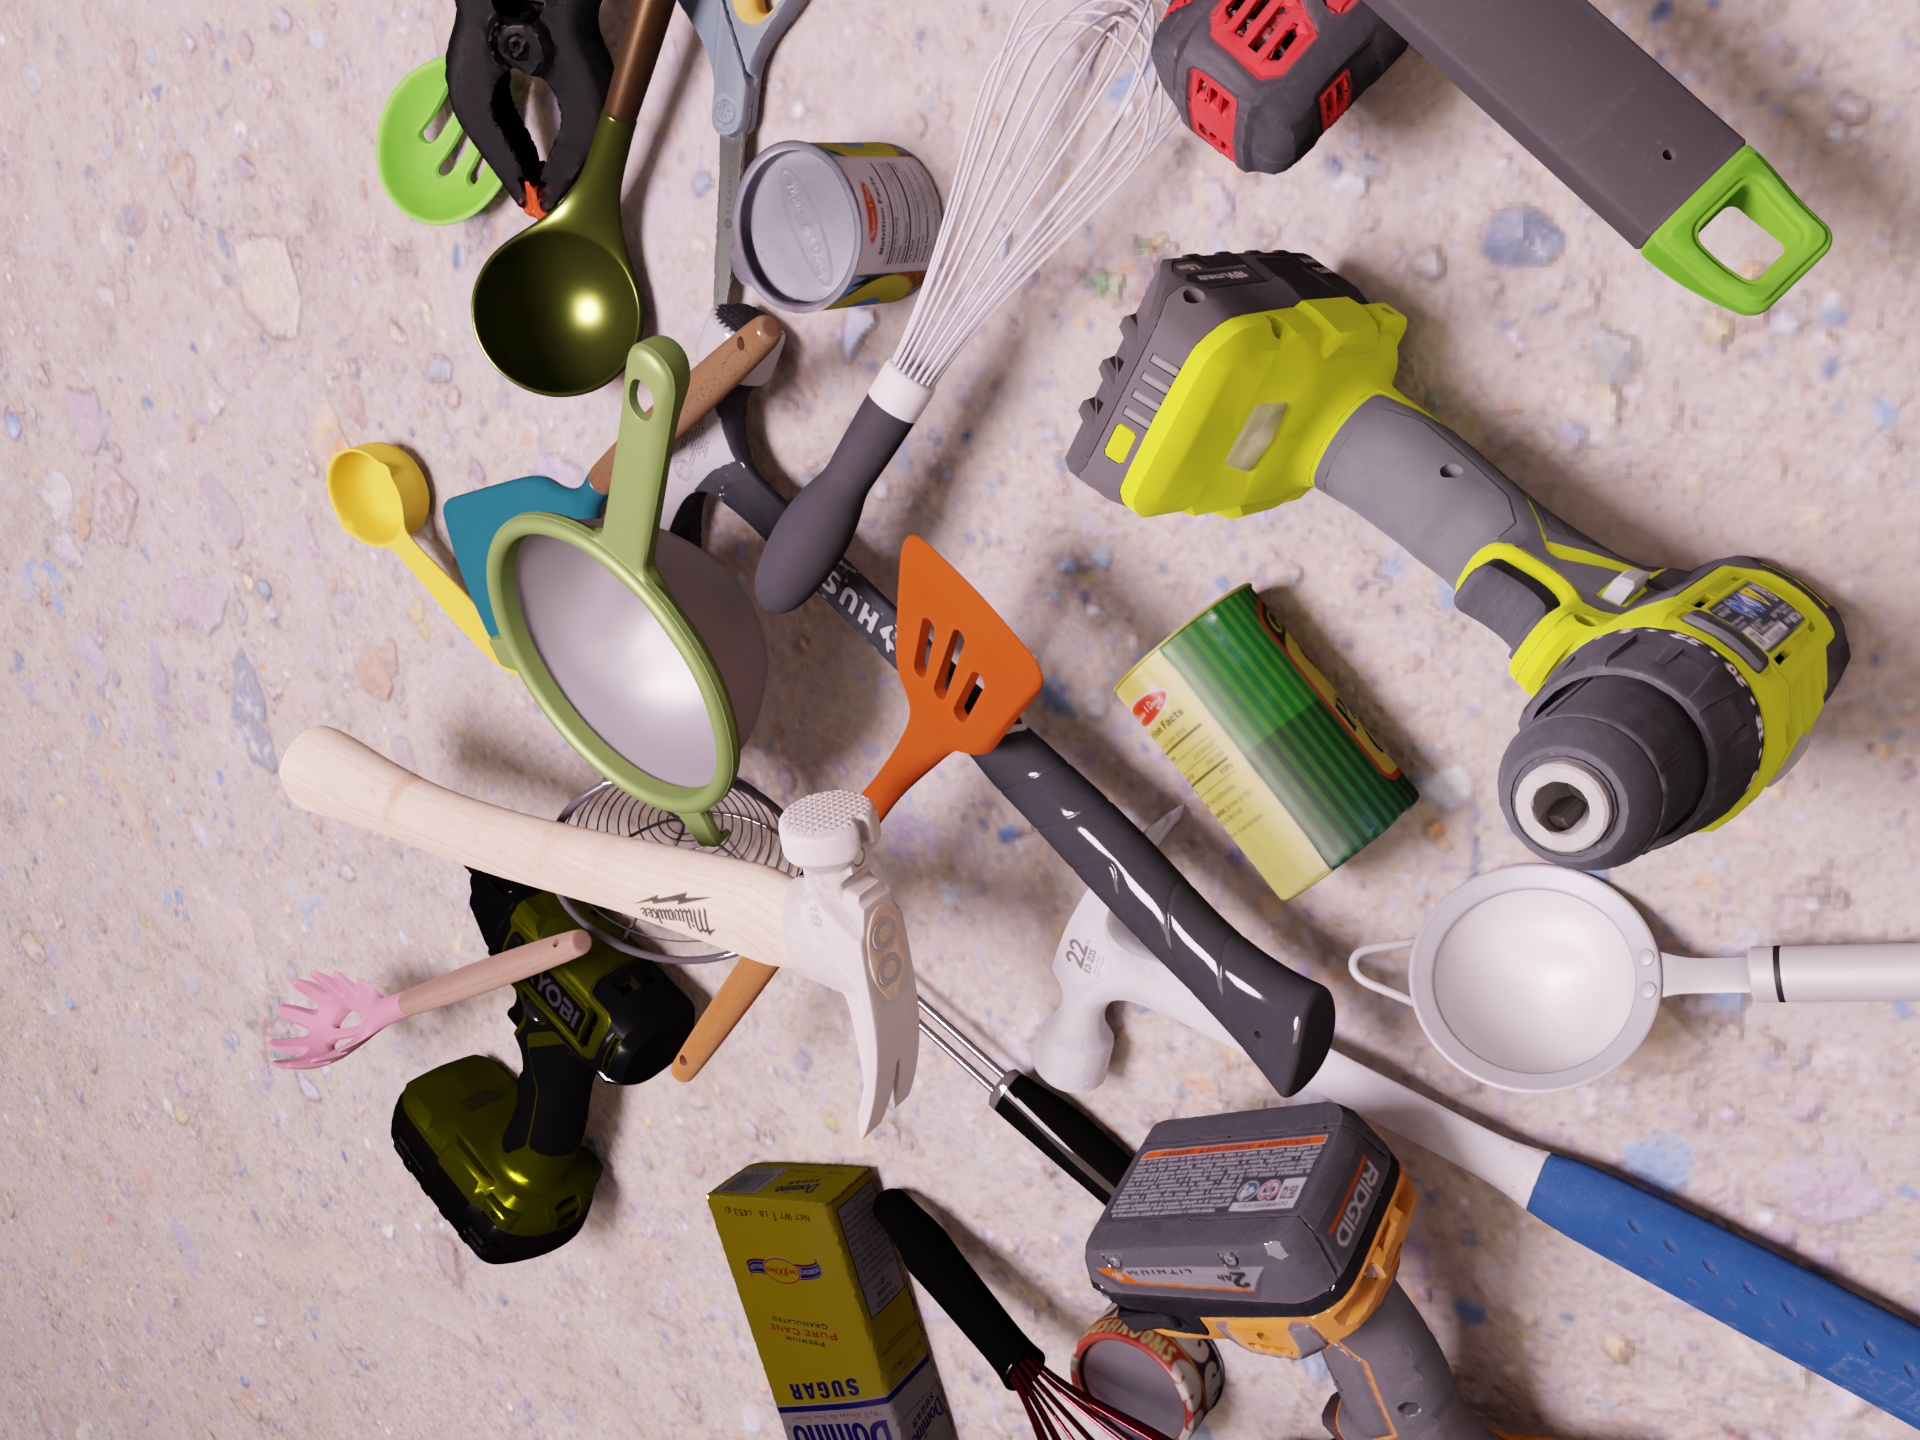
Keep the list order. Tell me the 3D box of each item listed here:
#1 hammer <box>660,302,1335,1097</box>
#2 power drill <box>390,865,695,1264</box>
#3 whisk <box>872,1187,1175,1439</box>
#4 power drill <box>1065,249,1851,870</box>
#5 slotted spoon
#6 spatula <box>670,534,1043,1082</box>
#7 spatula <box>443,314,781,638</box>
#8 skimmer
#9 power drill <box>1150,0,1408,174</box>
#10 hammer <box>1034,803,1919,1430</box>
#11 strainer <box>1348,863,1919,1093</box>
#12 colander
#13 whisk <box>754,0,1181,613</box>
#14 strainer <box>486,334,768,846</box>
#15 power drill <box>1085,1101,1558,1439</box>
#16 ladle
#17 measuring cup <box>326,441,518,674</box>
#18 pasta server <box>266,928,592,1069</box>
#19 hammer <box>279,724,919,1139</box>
[{"bbox_3d":[-0.001,-0.002,0.671,0.409,0.036,0.149,45,129,23],"label":"hammer"},{"bbox_3d":[-0.253,0.192,0.928,0.171,0.080,0.223,40,122,23],"label":"power drill"},{"bbox_3d":[0.041,0.309,0.723,0.296,0.073,0.073,36,127,47],"label":"whisk"},{"bbox_3d":[0.146,-0.051,0.484,0.229,0.190,0.080,42,126,22],"label":"power drill"},{"bbox_3d":[-0.182,-0.349,0.714,0.070,0.031,0.313,45,125,-3],"label":"slotted spoon"},{"bbox_3d":[-0.061,0.061,0.683,0.081,0.041,0.322,48,124,20],"label":"spatula"},{"bbox_3d":[-0.168,-0.118,0.749,0.317,0.044,0.082,-21,89,54],"label":"spatula"},{"bbox_3d":[-0.041,0.147,0.747,0.363,0.090,0.127,38,124,19],"label":"skimmer"},{"bbox_3d":[0.069,-0.292,0.505,0.220,0.078,0.143,44,93,11],"label":"power drill"},{"bbox_3d":[0.212,0.167,0.608,0.406,0.035,0.144,25,119,27],"label":"hammer"},{"bbox_3d":[0.265,0.088,0.540,0.258,0.050,0.087,-7,58,32],"label":"strainer"},{"bbox_3d":[0.081,-0.259,0.417,0.204,0.094,0.397,-45,82,4],"label":"colander"},{"bbox_3d":[-0.005,-0.153,0.609,0.070,0.070,0.284,42,115,16],"label":"whisk"},{"bbox_3d":[-0.122,-0.068,0.666,0.151,0.069,0.256,40,142,13],"label":"strainer"},{"bbox_3d":[0.146,0.265,0.642,0.185,0.084,0.226,-23,109,48],"label":"power drill"},{"bbox_3d":[-0.139,-0.276,0.673,0.078,0.062,0.320,19,129,-15],"label":"ladle"},{"bbox_3d":[-0.291,-0.090,0.892,0.156,0.029,0.062,49,128,-4],"label":"measuring cup"},{"bbox_3d":[-0.304,0.153,0.895,0.316,0.040,0.060,-22,53,41],"label":"pasta server"},{"bbox_3d":[-0.189,0.071,0.744,0.411,0.038,0.146,11,120,36],"label":"hammer"}]
